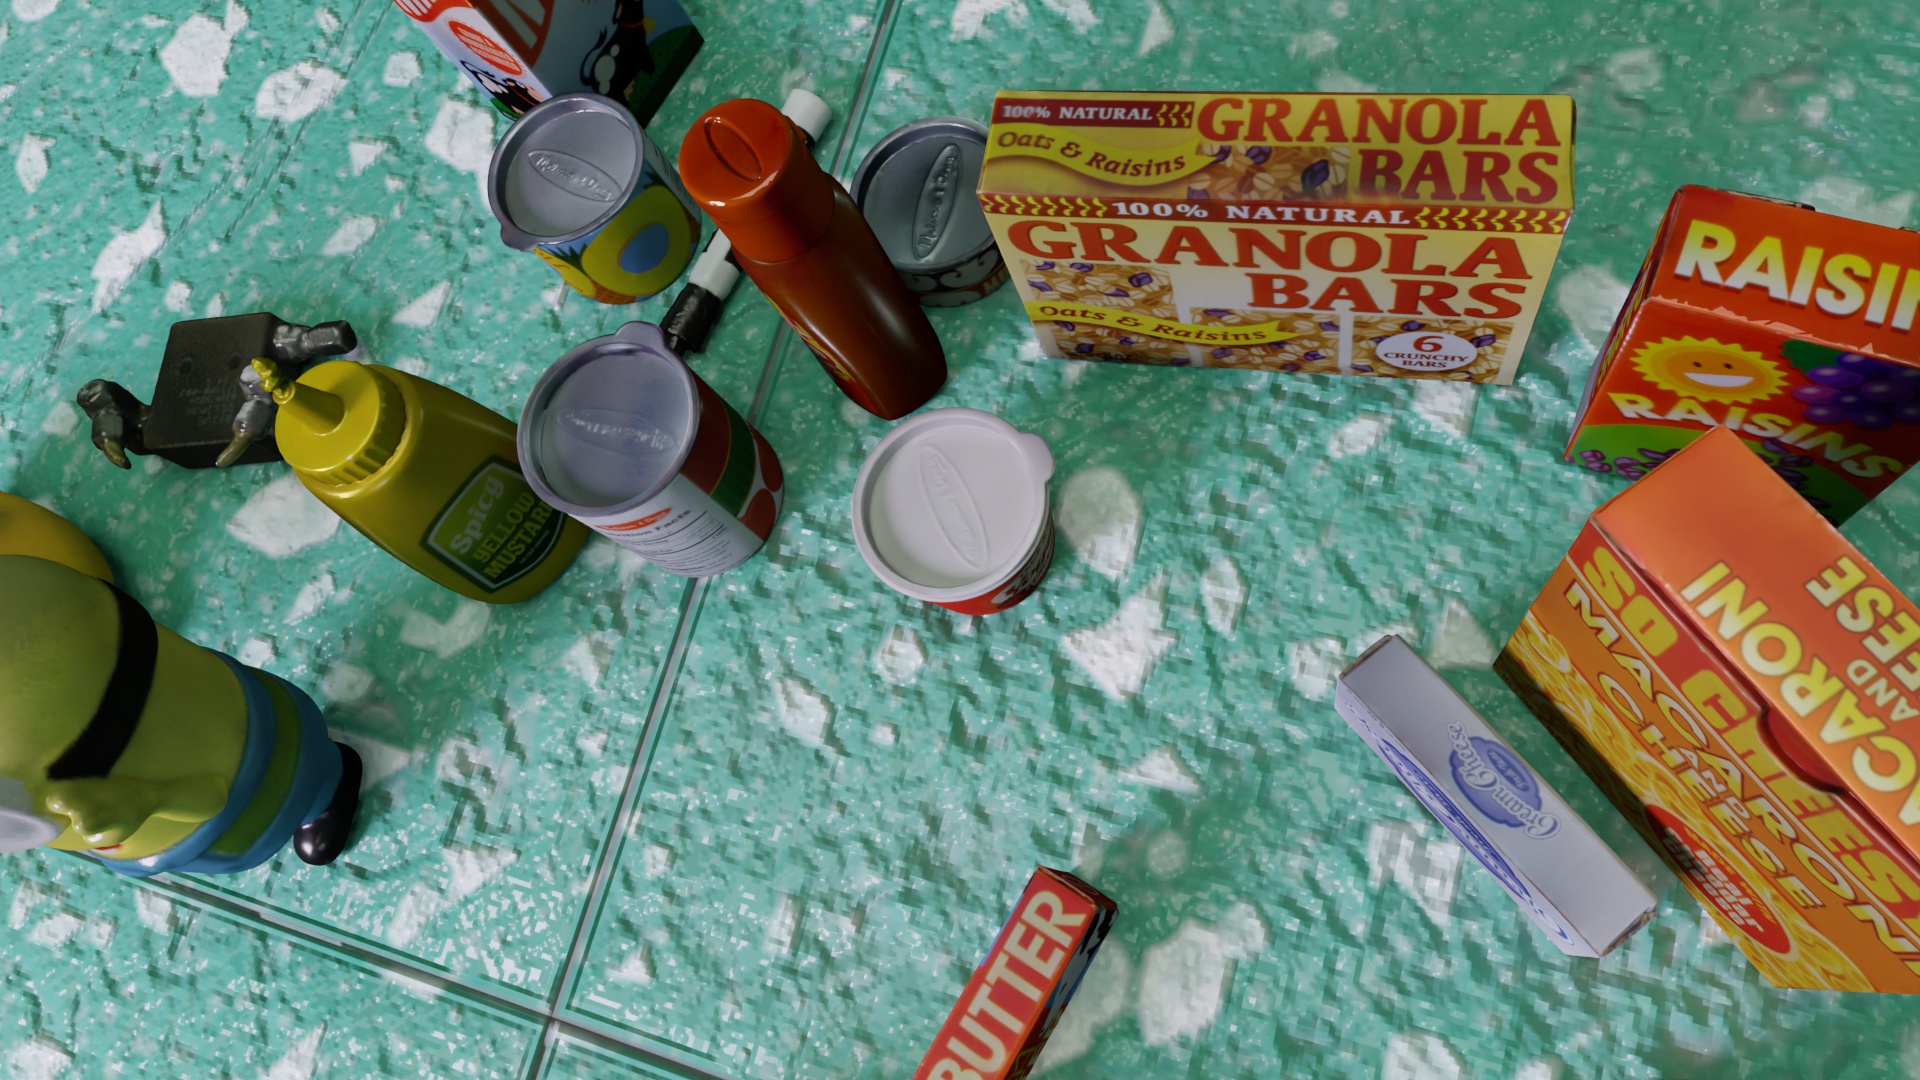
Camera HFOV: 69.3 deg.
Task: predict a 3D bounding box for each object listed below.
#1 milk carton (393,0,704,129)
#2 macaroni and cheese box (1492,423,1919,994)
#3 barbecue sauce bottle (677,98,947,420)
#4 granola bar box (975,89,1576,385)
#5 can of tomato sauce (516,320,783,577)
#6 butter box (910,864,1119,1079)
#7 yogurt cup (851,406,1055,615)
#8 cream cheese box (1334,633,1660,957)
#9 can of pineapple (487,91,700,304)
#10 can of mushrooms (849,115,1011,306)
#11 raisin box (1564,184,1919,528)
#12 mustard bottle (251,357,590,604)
[{"bbox_3d":[-0.179,-0.229,0.525,0.072,0.190,0.073,28,82,20],"label":"milk carton"},{"bbox_3d":[0.202,0.054,0.354,0.040,0.166,0.124,-37,68,1],"label":"macaroni and cheese box"},{"bbox_3d":[-0.048,-0.094,0.472,0.043,0.148,0.065,-39,68,1],"label":"barbecue sauce bottle"},{"bbox_3d":[0.100,-0.096,0.449,0.165,0.124,0.039,6,75,16],"label":"granola bar box"},{"bbox_3d":[-0.108,-0.030,0.503,0.071,0.083,0.071,-4,73,13],"label":"can of tomato sauce"},{"bbox_3d":[0.012,0.152,0.432,0.024,0.053,0.103,29,82,20],"label":"butter box"},{"bbox_3d":[0.002,-0.006,0.483,0.072,0.054,0.072,-4,72,13],"label":"yogurt cup"},{"bbox_3d":[0.158,0.077,0.419,0.024,0.053,0.104,-40,68,0],"label":"cream cheese box"},{"bbox_3d":[-0.147,-0.135,0.559,0.071,0.057,0.071,-4,72,13],"label":"can of pineapple"},{"bbox_3d":[-0.005,-0.125,0.533,0.071,0.033,0.071,-4,72,13],"label":"can of mushrooms"},{"bbox_3d":[0.233,-0.048,0.401,0.086,0.123,0.040,20,79,19],"label":"raisin box"},{"bbox_3d":[-0.187,-0.024,0.479,0.049,0.160,0.065,34,84,21],"label":"mustard bottle"}]
